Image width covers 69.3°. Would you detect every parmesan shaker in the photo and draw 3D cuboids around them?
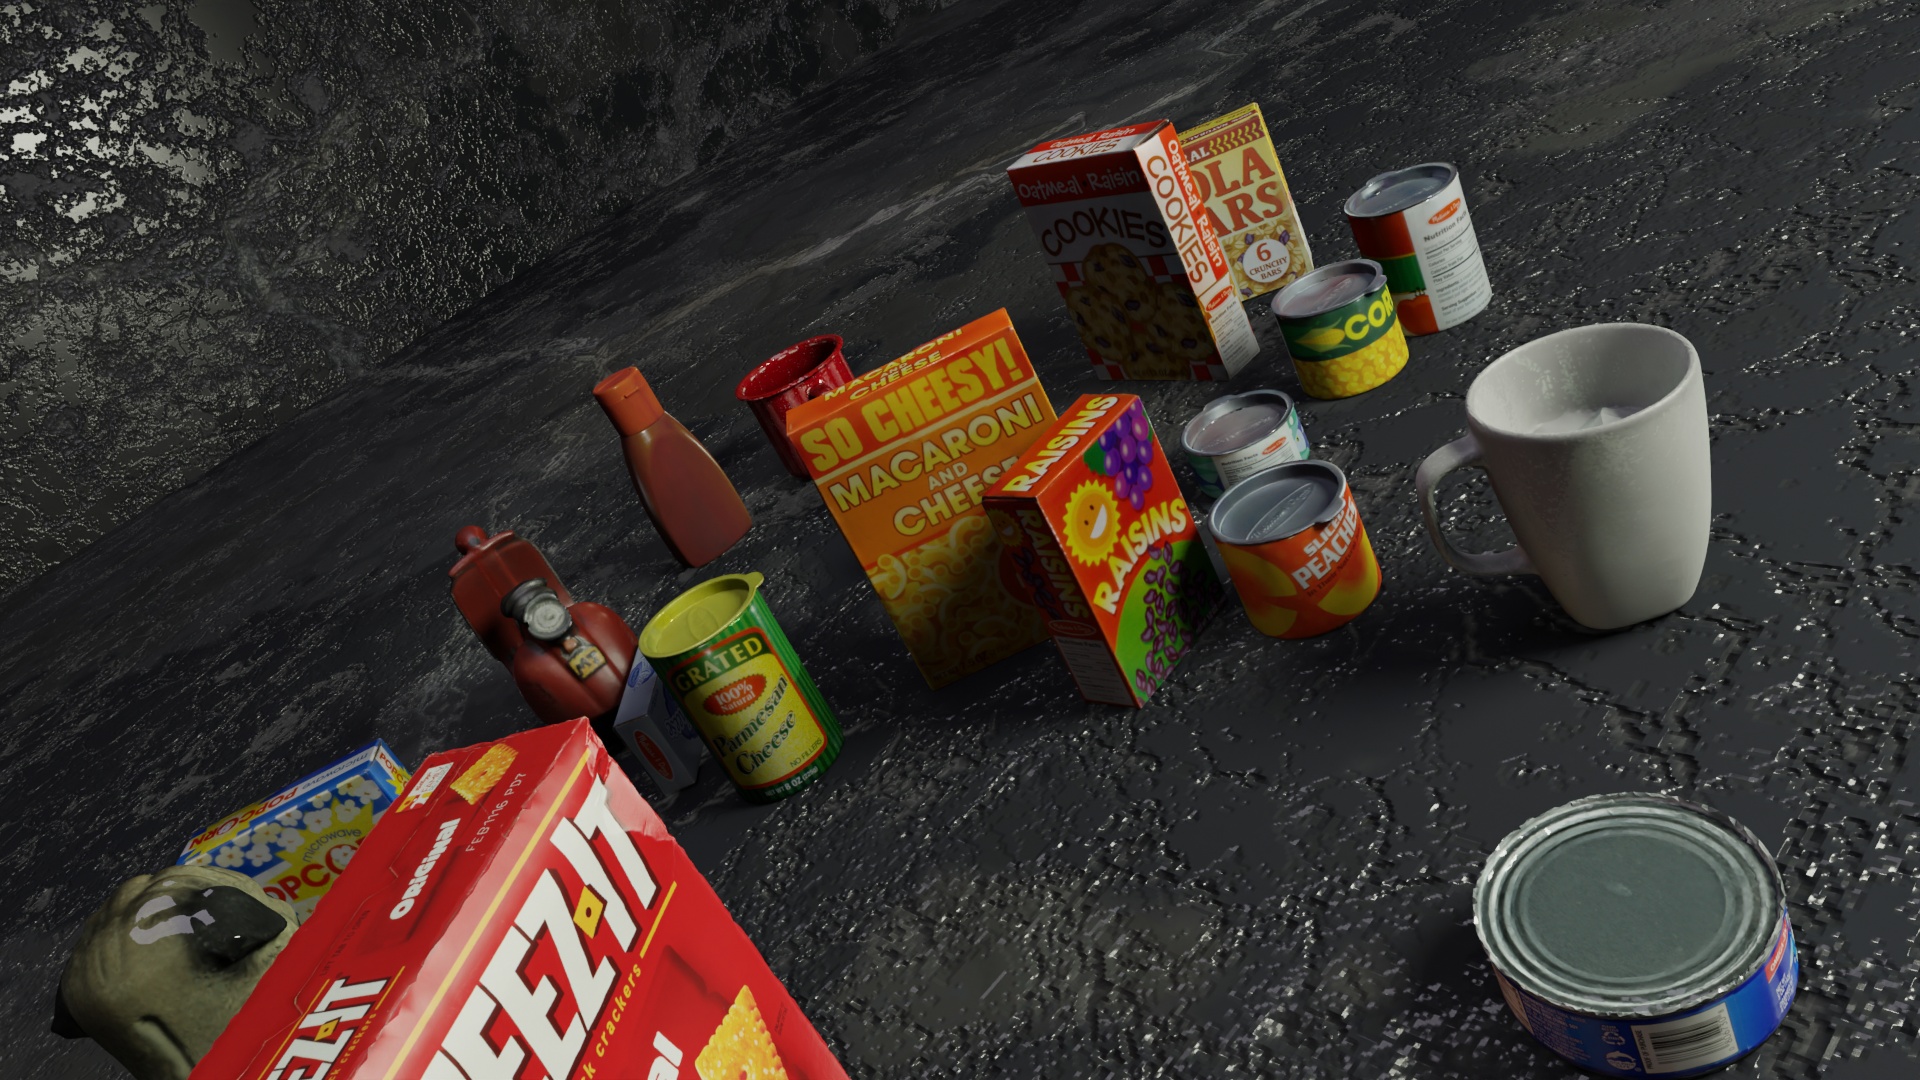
[{"bbox_3d":[-0.109,0.076,0.721,0.071,0.102,0.071,-22,26,12],"label":"parmesan shaker"}]

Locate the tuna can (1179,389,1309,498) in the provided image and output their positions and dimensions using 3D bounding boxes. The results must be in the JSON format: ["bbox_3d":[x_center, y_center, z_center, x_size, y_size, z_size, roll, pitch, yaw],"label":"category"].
[{"bbox_3d":[0.160,-0.055,0.785,0.071,0.032,0.071,-22,26,12],"label":"tuna can"}]

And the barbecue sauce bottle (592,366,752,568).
[{"bbox_3d":[-0.213,-0.055,1.011,0.065,0.148,0.043,-40,28,-24],"label":"barbecue sauce bottle"}]

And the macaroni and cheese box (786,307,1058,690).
[{"bbox_3d":[0.003,-0.019,0.715,0.124,0.166,0.040,-25,25,5],"label":"macaroni and cheese box"}]

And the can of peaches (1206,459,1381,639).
[{"bbox_3d":[0.158,0.005,0.647,0.071,0.058,0.071,-22,26,12],"label":"can of peaches"}]

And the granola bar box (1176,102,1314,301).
[{"bbox_3d":[0.153,-0.219,0.989,0.165,0.123,0.039,-19,27,18],"label":"granola bar box"}]

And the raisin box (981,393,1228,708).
[{"bbox_3d":[0.071,0.004,0.656,0.040,0.123,0.086,3,39,48],"label":"raisin box"}]

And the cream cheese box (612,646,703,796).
[{"bbox_3d":[-0.169,0.095,0.801,0.024,0.053,0.104,-24,26,9],"label":"cream cheese box"}]

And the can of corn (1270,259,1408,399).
[{"bbox_3d":[0.226,-0.124,0.819,0.071,0.058,0.071,-22,26,12],"label":"can of corn"}]

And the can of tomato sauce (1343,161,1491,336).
[{"bbox_3d":[0.275,-0.175,0.837,0.071,0.082,0.071,-22,26,12],"label":"can of tomato sauce"}]

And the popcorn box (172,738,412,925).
[{"bbox_3d":[-0.365,0.180,0.797,0.127,0.085,0.038,-27,25,1],"label":"popcorn box"}]

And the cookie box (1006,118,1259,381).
[{"bbox_3d":[0.114,-0.186,0.916,0.040,0.167,0.123,-42,29,-27],"label":"cookie box"}]
